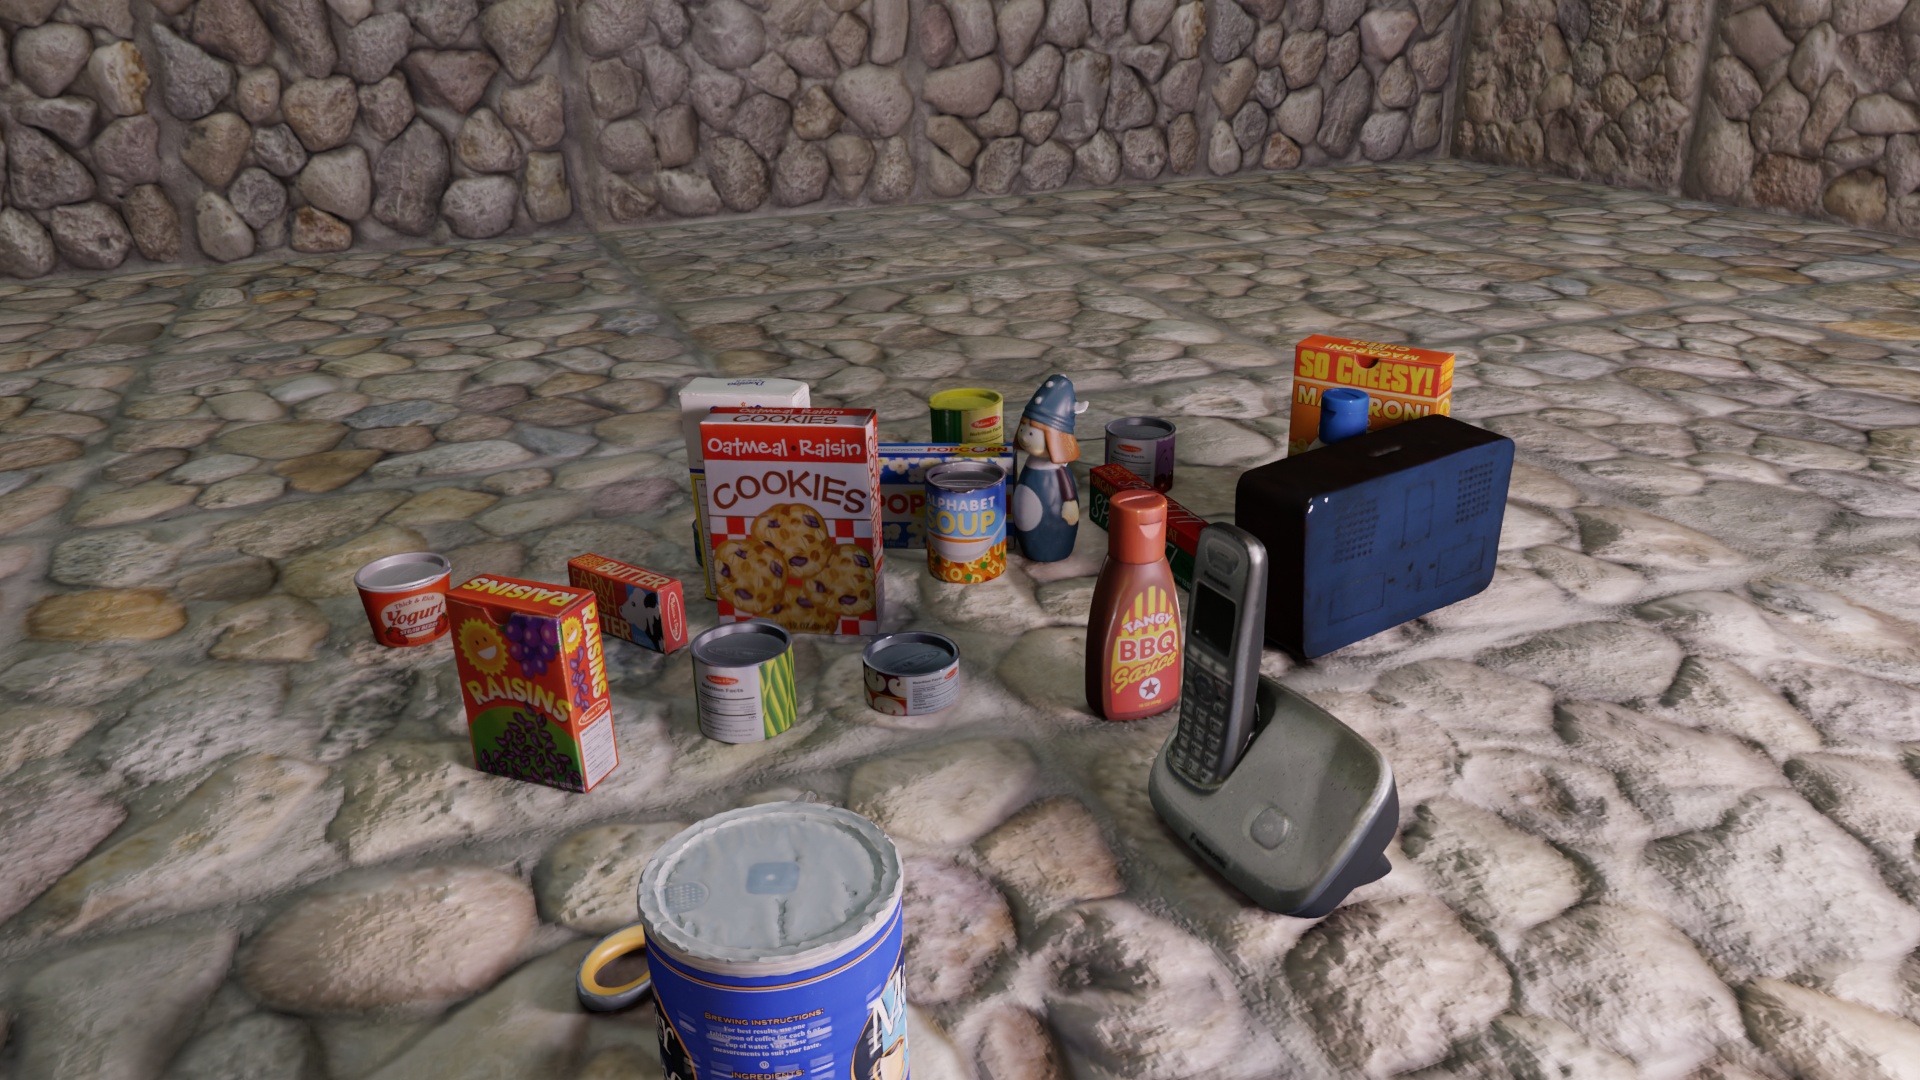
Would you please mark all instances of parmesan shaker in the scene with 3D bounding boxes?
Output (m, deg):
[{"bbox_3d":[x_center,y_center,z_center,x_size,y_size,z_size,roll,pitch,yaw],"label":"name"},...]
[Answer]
[{"bbox_3d":[0.004,-0.080,1.259,0.071,0.102,0.071,-1,22,1],"label":"parmesan shaker"}]

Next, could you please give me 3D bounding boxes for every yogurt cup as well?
[{"bbox_3d":[-0.417,0.045,1.048,0.072,0.053,0.073,-1,23,1],"label":"yogurt cup"}]

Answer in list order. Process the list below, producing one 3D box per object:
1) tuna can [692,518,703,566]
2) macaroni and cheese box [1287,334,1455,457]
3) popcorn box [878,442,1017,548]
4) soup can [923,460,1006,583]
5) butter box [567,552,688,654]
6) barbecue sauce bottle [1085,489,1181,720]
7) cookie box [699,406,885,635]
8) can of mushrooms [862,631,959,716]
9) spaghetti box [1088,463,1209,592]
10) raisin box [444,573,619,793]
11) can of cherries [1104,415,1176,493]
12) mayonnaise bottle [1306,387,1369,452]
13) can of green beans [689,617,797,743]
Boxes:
[{"bbox_3d":[-0.193,-0.002,1.176,0.071,0.032,0.071,-1,23,1],"label":"tuna can"},{"bbox_3d":[0.338,-0.079,1.157,0.124,0.165,0.040,14,27,33],"label":"macaroni and cheese box"},{"bbox_3d":[-0.015,-0.038,1.184,0.127,0.085,0.038,0,22,4],"label":"popcorn box"},{"bbox_3d":[0.004,-0.014,1.127,0.071,0.083,0.071,-1,22,1],"label":"soup can"},{"bbox_3d":[-0.250,0.046,1.039,0.103,0.053,0.024,14,27,33],"label":"butter box"},{"bbox_3d":[0.114,0.042,0.904,0.065,0.148,0.044,-11,24,-21],"label":"barbecue sauce bottle"},{"bbox_3d":[-0.122,-0.014,1.027,0.123,0.166,0.040,2,22,7],"label":"cookie box"},{"bbox_3d":[-0.035,0.089,0.947,0.071,0.033,0.071,-1,23,1],"label":"can of mushrooms"},{"bbox_3d":[0.171,-0.002,1.132,0.029,0.050,0.251,-10,24,-20],"label":"spaghetti box"},{"bbox_3d":[-0.262,0.087,0.850,0.086,0.123,0.040,8,24,22],"label":"raisin box"},{"bbox_3d":[0.170,-0.080,1.308,0.071,0.058,0.072,-1,23,1],"label":"can of cherries"},{"bbox_3d":[0.299,-0.046,1.103,0.041,0.147,0.065,-13,25,-25],"label":"mayonnaise bottle"},{"bbox_3d":[-0.142,0.093,0.915,0.071,0.057,0.071,-1,23,1],"label":"can of green beans"}]
